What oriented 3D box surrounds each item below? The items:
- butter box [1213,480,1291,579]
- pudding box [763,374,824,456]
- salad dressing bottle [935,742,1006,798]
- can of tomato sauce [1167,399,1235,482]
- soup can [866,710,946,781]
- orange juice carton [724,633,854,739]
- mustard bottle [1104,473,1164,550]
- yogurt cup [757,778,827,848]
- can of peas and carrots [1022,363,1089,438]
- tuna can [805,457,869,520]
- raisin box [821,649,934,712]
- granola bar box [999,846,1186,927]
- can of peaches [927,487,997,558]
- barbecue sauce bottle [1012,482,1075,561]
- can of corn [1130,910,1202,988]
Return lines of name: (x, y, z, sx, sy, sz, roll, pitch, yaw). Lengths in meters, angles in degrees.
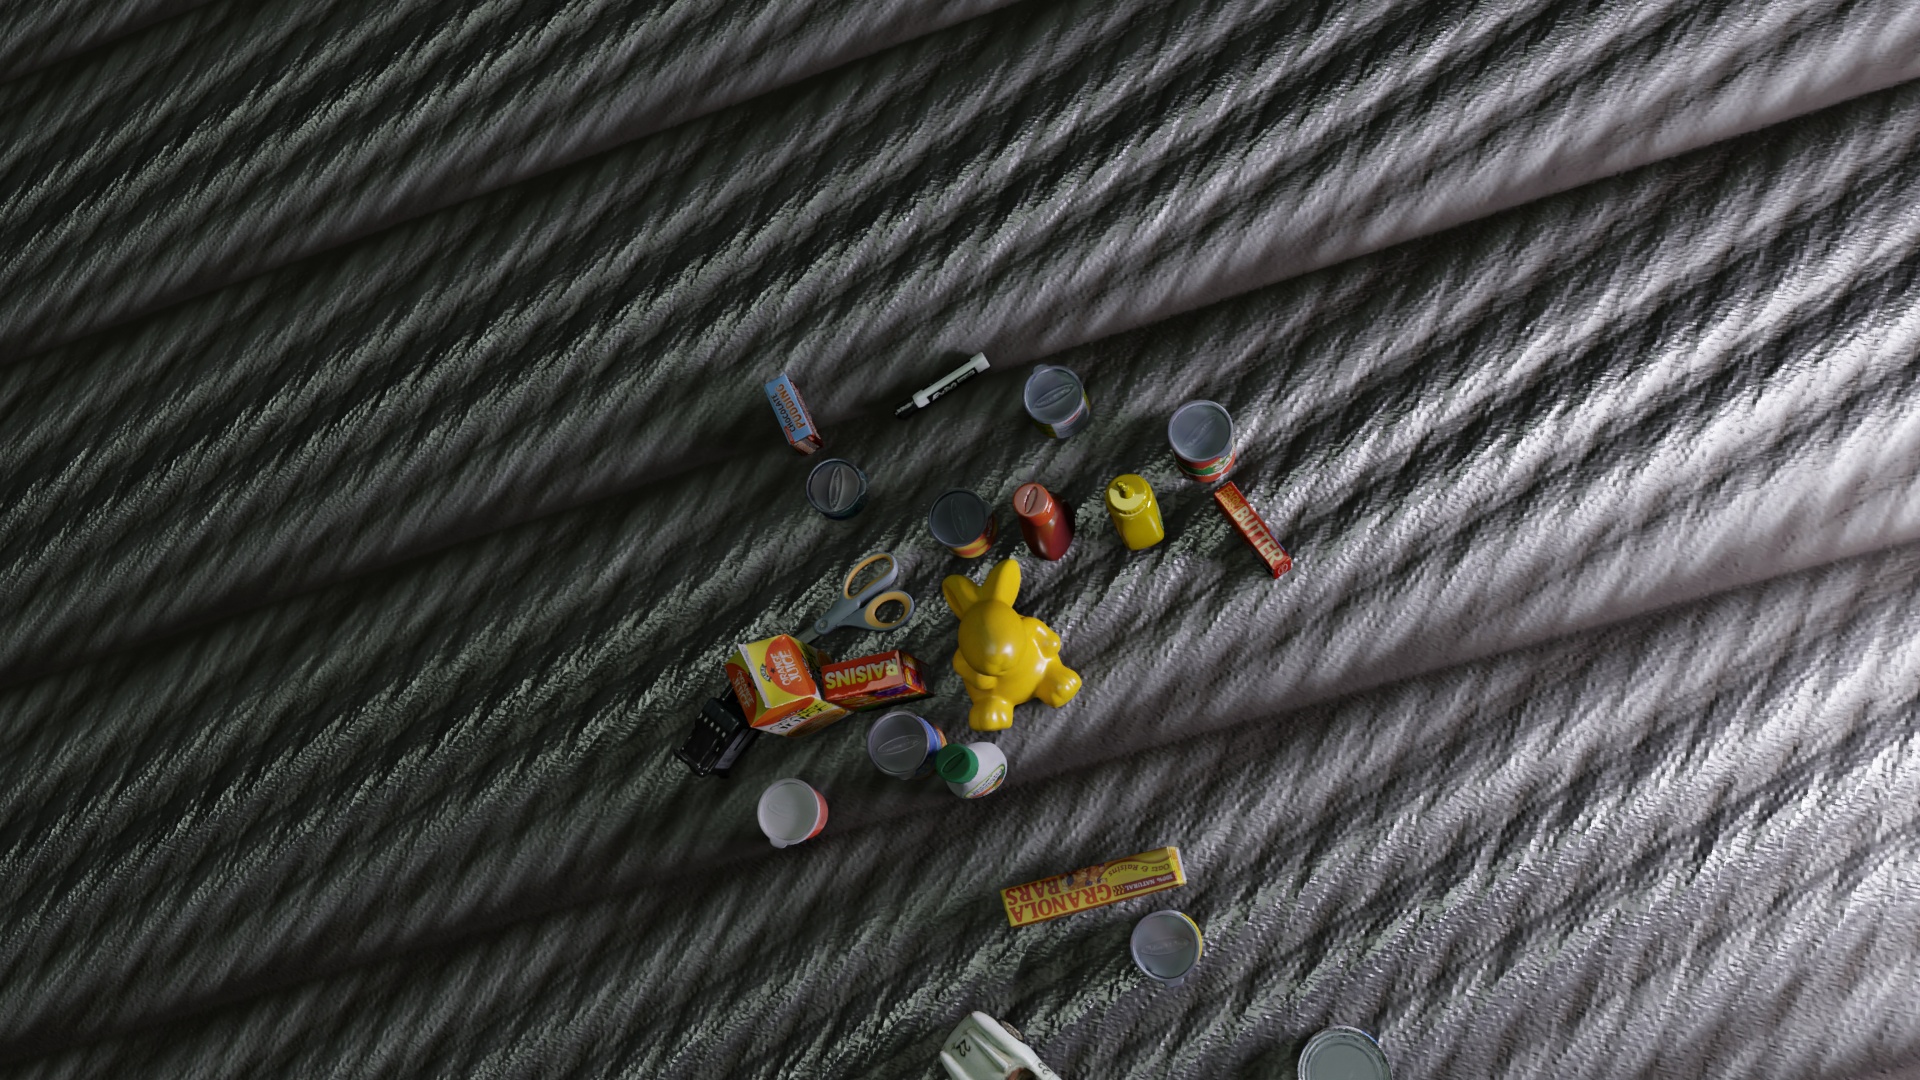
butter box: (0.301, -0.010, 1.431, 0.024, 0.053, 0.104, -36, 72, 3)
pudding box: (-0.190, -0.142, 1.578, 0.030, 0.049, 0.084, -27, 72, 6)
salad dressing bottle: (0.008, 0.228, 1.390, 0.064, 0.147, 0.044, -40, 72, 2)
can of tomato sauce: (0.254, -0.101, 1.449, 0.071, 0.083, 0.071, -3, 76, 12)
soup can: (-0.054, 0.217, 1.440, 0.071, 0.083, 0.071, -3, 76, 12)
orange juice carton: (-0.180, 0.151, 1.428, 0.073, 0.192, 0.072, -28, 72, 6)
mustard bottle: (0.175, -0.035, 1.410, 0.049, 0.160, 0.065, -20, 73, 8)
yogurt cup: (-0.174, 0.287, 1.466, 0.072, 0.054, 0.072, -3, 76, 12)
can of peas and carrots: (0.103, -0.152, 1.508, 0.071, 0.058, 0.071, -3, 76, 12)
tuna can: (-0.135, -0.057, 1.553, 0.071, 0.033, 0.071, -3, 76, 12)
raisin box: (-0.085, 0.148, 1.443, 0.086, 0.123, 0.040, -13, 75, 10)
granola bar box: (0.133, 0.336, 1.347, 0.165, 0.124, 0.039, -17, 74, 9)
can of peaches: (0.005, -0.019, 1.498, 0.071, 0.058, 0.071, -3, 76, 12)
barbecue sauce bottle: (0.086, -0.023, 1.434, 0.044, 0.148, 0.065, 17, 81, 16)
can of corn: (0.202, 0.396, 1.351, 0.071, 0.058, 0.071, -3, 76, 12)
